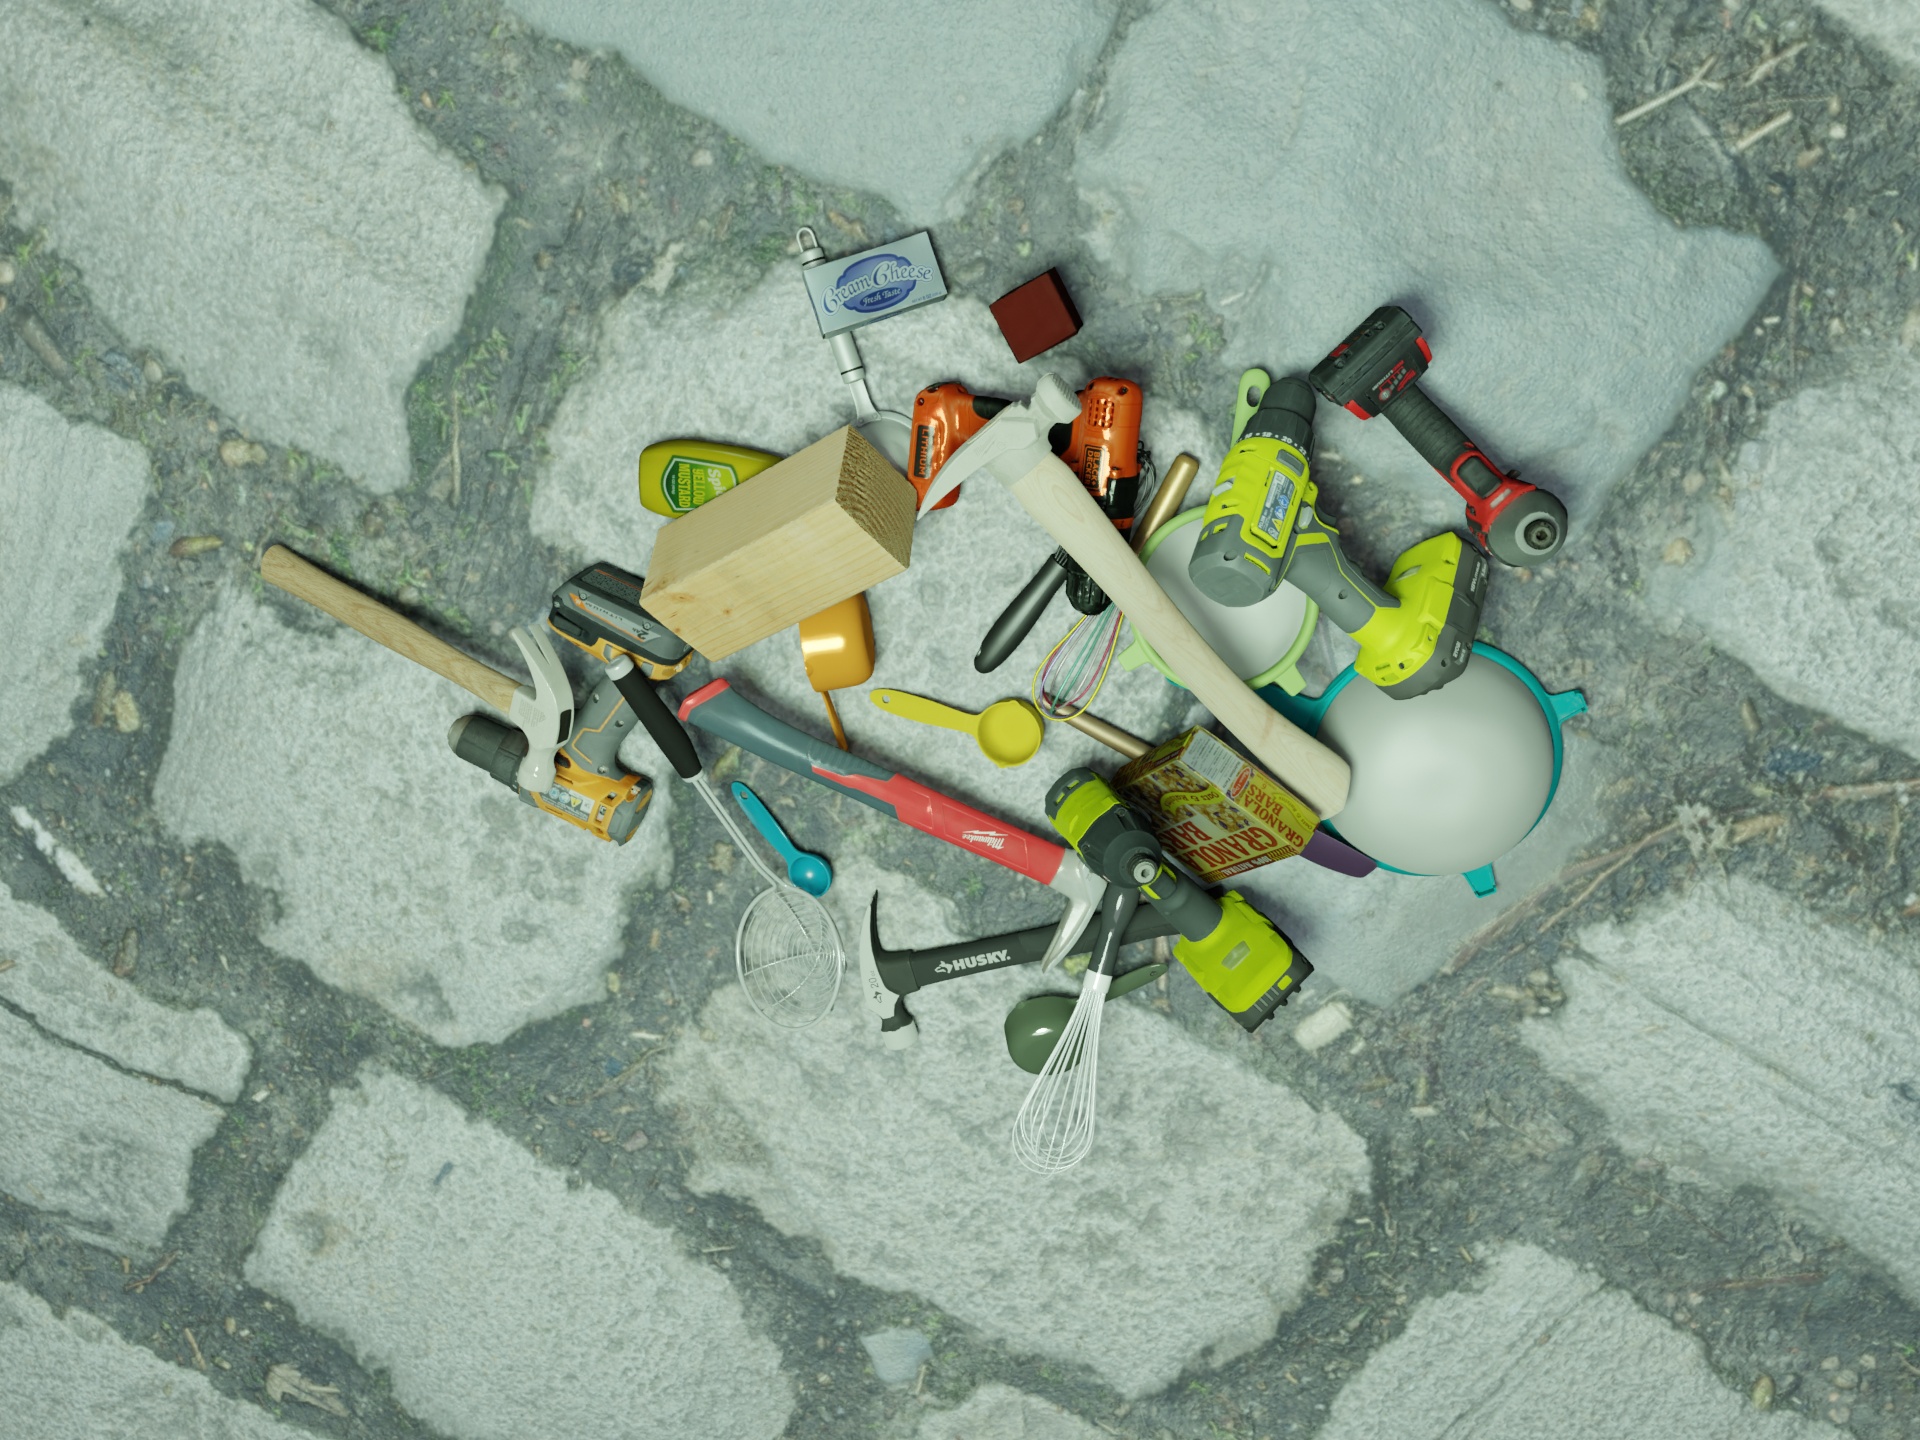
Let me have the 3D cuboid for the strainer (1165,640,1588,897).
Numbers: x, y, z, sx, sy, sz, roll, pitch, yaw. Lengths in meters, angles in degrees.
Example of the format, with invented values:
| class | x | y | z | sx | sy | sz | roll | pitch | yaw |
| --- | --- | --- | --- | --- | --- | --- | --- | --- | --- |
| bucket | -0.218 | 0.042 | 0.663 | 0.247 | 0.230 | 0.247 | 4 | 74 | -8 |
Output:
| class | x | y | z | sx | sy | sz | roll | pitch | yaw |
| --- | --- | --- | --- | --- | --- | --- | --- | --- | --- |
| strainer | 0.326 | 0.022 | 1.287 | 0.340 | 0.095 | 0.211 | 20 | 109 | 0 |

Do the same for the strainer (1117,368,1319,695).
| class | x | y | z | sx | sy | sz | roll | pitch | yaw |
| --- | --- | --- | --- | --- | --- | --- | --- | --- | --- |
| strainer | 0.213 | -0.149 | 1.273 | 0.151 | 0.069 | 0.256 | 8 | 93 | -1 |

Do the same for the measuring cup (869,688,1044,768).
| class | x | y | z | sx | sy | sz | roll | pitch | yaw |
| --- | --- | --- | --- | --- | --- | --- | --- | --- | --- |
| measuring cup | -0.002 | -0.004 | 1.367 | 0.156 | 0.029 | 0.062 | 16 | 109 | 15 |

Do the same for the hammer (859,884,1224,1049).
| class | x | y | z | sx | sy | sz | roll | pitch | yaw |
| --- | --- | --- | --- | --- | --- | --- | --- | --- | --- |
| hammer | 0.070 | 0.193 | 1.408 | 0.335 | 0.035 | 0.146 | -14 | 106 | 12 |

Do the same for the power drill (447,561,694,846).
| class | x | y | z | sx | sy | sz | roll | pitch | yaw |
| --- | --- | --- | --- | --- | --- | --- | --- | --- | --- |
| power drill | -0.336 | -0.020 | 1.377 | 0.185 | 0.084 | 0.226 | 25 | 113 | 2 |

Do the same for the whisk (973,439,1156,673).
| class | x | y | z | sx | sy | sz | roll | pitch | yaw |
| --- | --- | --- | --- | --- | --- | --- | --- | --- | --- |
| whisk | 0.081 | -0.130 | 1.303 | 0.055 | 0.055 | 0.239 | 36 | 113 | -4 |

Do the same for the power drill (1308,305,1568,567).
| class | x | y | z | sx | sy | sz | roll | pitch | yaw |
| --- | --- | --- | --- | --- | --- | --- | --- | --- | --- |
| power drill | 0.365 | -0.204 | 1.188 | 0.078 | 0.143 | 0.219 | -43 | 95 | 15 |

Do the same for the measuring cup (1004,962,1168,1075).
| class | x | y | z | sx | sy | sz | roll | pitch | yaw |
| --- | --- | --- | --- | --- | --- | --- | --- | --- | --- |
| measuring cup | 0.114 | 0.262 | 1.400 | 0.167 | 0.038 | 0.083 | -31 | 126 | 22 |

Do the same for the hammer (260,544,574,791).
| class | x | y | z | sx | sy | sz | roll | pitch | yaw |
| --- | --- | --- | --- | --- | --- | --- | --- | --- | --- |
| hammer | -0.466 | -0.069 | 1.356 | 0.331 | 0.031 | 0.130 | 28 | 116 | 15 |

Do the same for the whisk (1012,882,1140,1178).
| class | x | y | z | sx | sy | sz | roll | pitch | yaw |
| --- | --- | --- | --- | --- | --- | --- | --- | --- | --- |
| whisk | 0.108 | 0.253 | 1.354 | 0.070 | 0.070 | 0.284 | 16 | 91 | 3 |

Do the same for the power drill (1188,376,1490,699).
| class | x | y | z | sx | sy | sz | roll | pitch | yaw |
| --- | --- | --- | --- | --- | --- | --- | --- | --- | --- |
| power drill | 0.289 | -0.137 | 1.207 | 0.228 | 0.191 | 0.080 | 31 | 154 | -19 |

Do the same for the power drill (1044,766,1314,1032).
| class | x | y | z | sx | sy | sz | roll | pitch | yaw |
| --- | --- | --- | --- | --- | --- | --- | --- | --- | --- |
| power drill | 0.171 | 0.142 | 1.261 | 0.080 | 0.171 | 0.223 | -46 | 110 | 2 |

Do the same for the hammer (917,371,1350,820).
| class | x | y | z | sx | sy | sz | roll | pitch | yaw |
| --- | --- | --- | --- | --- | --- | --- | --- | --- | --- |
| hammer | 0.149 | -0.066 | 1.212 | 0.146 | 0.038 | 0.410 | -38 | 106 | 22 |

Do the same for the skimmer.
| class | x | y | z | sx | sy | sz | roll | pitch | yaw |
| --- | --- | --- | --- | --- | --- | --- | --- | --- | --- |
| skimmer | -0.210 | 0.110 | 1.351 | 0.127 | 0.090 | 0.363 | -7 | 126 | 37 |

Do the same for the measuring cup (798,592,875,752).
| class | x | y | z | sx | sy | sz | roll | pitch | yaw |
| --- | --- | --- | --- | --- | --- | --- | --- | --- | --- |
| measuring cup | -0.093 | -0.036 | 1.345 | 0.052 | 0.095 | 0.173 | -10 | 124 | 6 |

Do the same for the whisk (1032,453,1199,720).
| class | x | y | z | sx | sy | sz | roll | pitch | yaw |
| --- | --- | --- | --- | --- | --- | --- | --- | --- | --- |
| whisk | 0.126 | -0.107 | 1.301 | 0.047 | 0.051 | 0.245 | 33 | 105 | 22 |

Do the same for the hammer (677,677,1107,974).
| class | x | y | z | sx | sy | sz | roll | pitch | yaw |
| --- | --- | --- | --- | --- | --- | --- | --- | --- | --- |
| hammer | -0.060 | 0.077 | 1.334 | 0.386 | 0.038 | 0.143 | 24 | 98 | -7 |

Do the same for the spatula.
| class | x | y | z | sx | sy | sz | roll | pitch | yaw |
| --- | --- | --- | --- | --- | --- | --- | --- | --- | --- |
| spatula | 0.205 | 0.056 | 1.347 | 0.316 | 0.059 | 0.018 | 28 | 66 | 2 |

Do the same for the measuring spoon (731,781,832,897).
| class | x | y | z | sx | sy | sz | roll | pitch | yaw |
| --- | --- | --- | --- | --- | --- | --- | --- | --- | --- |
| measuring spoon | -0.159 | 0.102 | 1.424 | 0.042 | 0.021 | 0.128 | -40 | 89 | 32 |

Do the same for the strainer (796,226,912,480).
| class | x | y | z | sx | sy | sz | roll | pitch | yaw |
| --- | --- | --- | --- | --- | --- | --- | --- | --- | --- |
| strainer | -0.085 | -0.270 | 1.283 | 0.087 | 0.050 | 0.258 | -20 | 101 | -3 |
